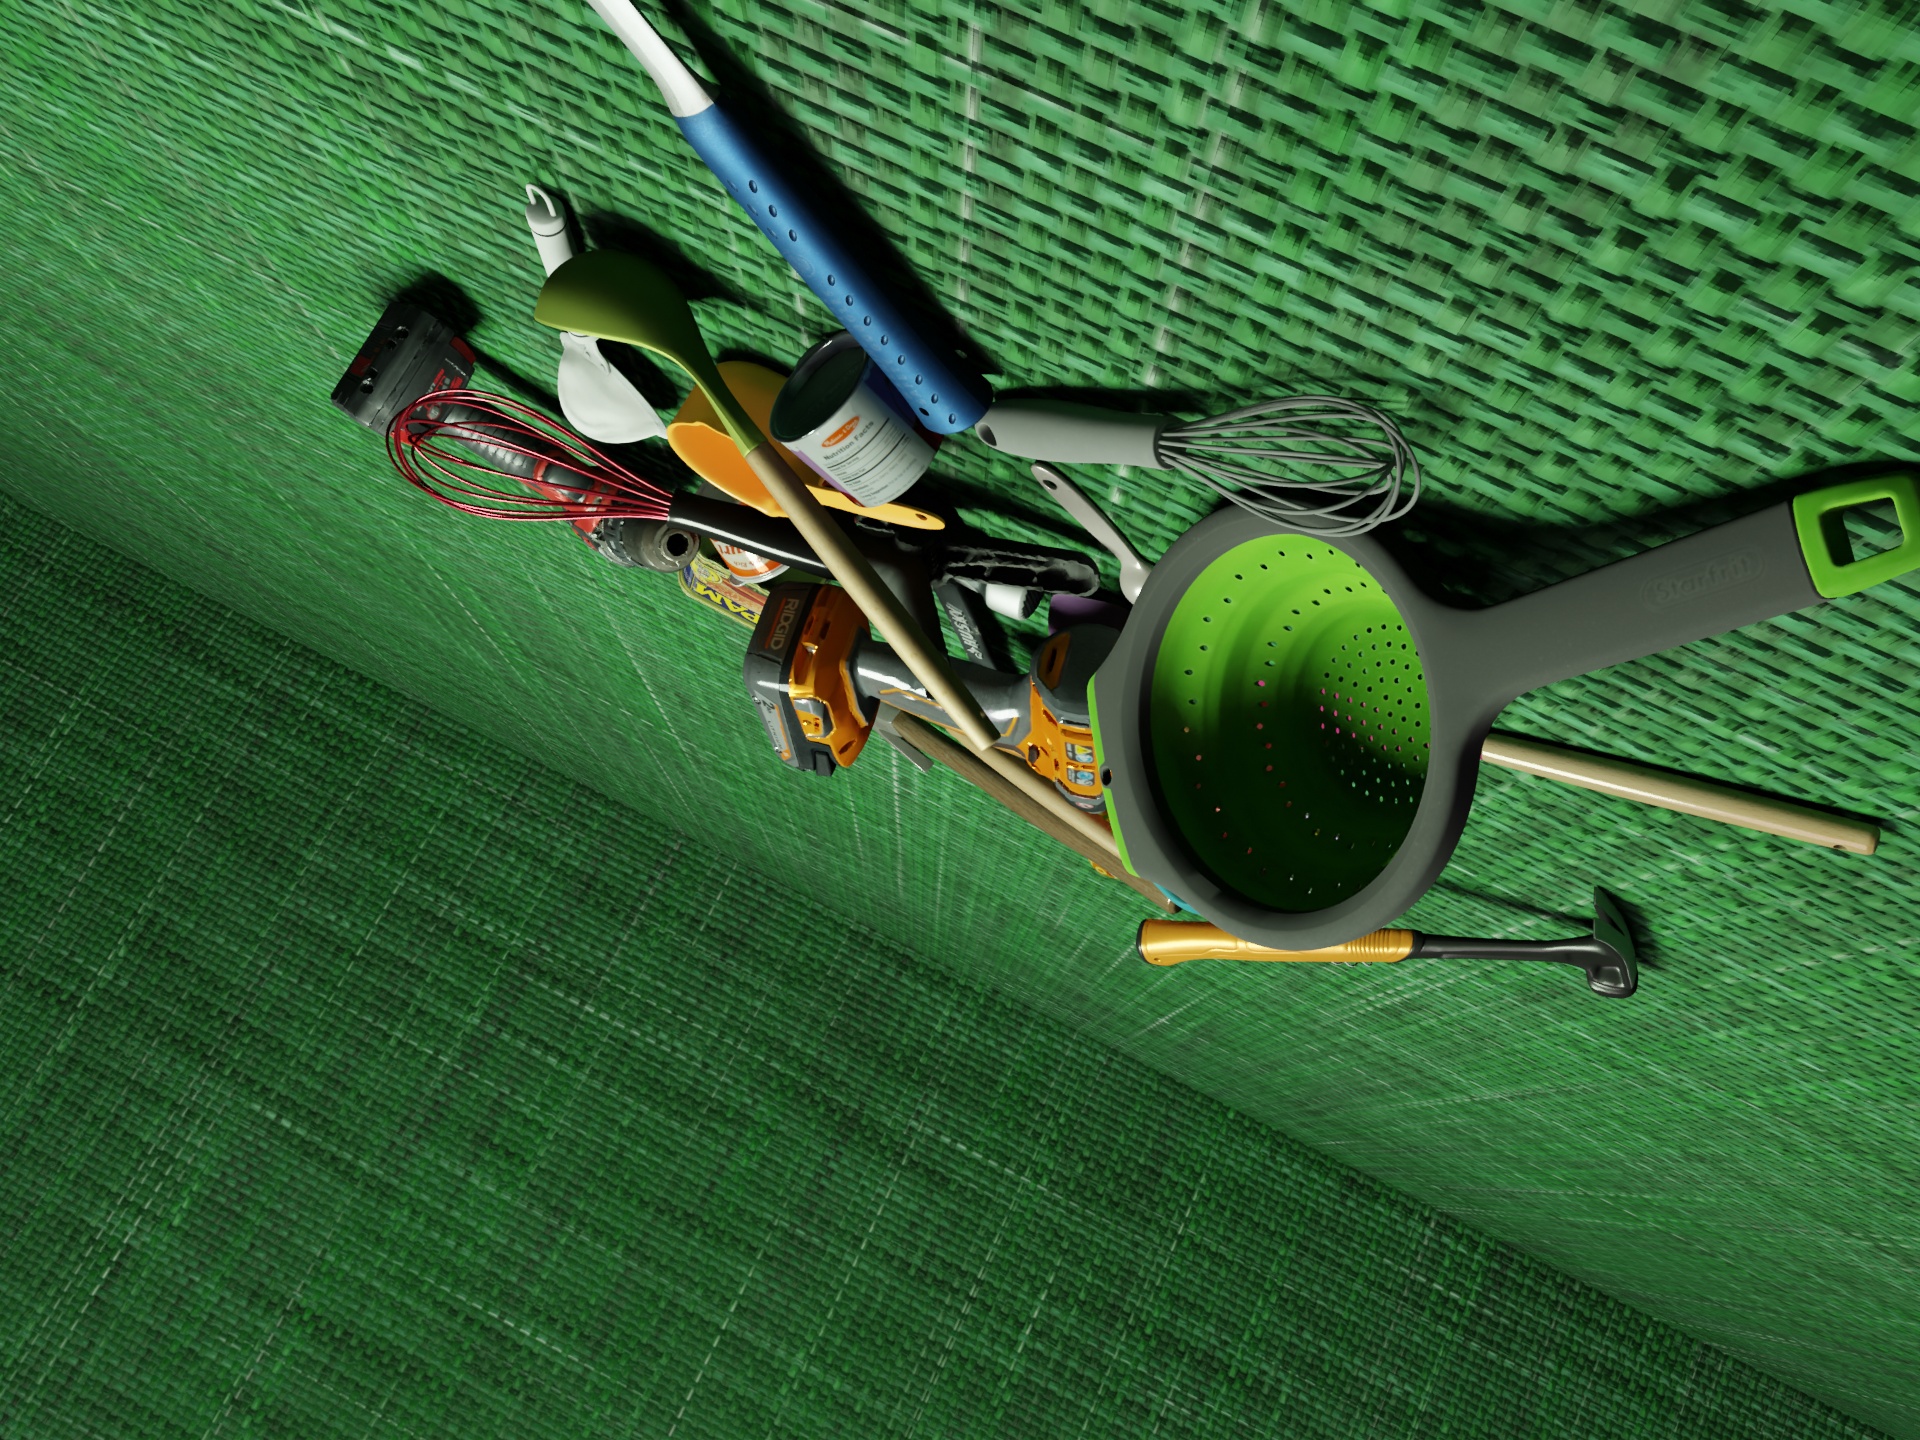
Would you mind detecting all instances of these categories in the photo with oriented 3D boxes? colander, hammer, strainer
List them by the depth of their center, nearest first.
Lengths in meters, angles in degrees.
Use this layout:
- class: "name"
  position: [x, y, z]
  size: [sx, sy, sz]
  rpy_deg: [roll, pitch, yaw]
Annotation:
- class: "hammer"
  position: [-0.111, -0.245, 0.606]
  size: [0.144, 0.035, 0.405]
  rpy_deg: [14, 160, 41]
- class: "colander"
  position: [0.219, -0.020, 0.676]
  size: [0.094, 0.204, 0.397]
  rpy_deg: [-4, 168, -37]
- class: "strainer"
  position: [-0.210, -0.214, 0.883]
  size: [0.087, 0.050, 0.258]
  rpy_deg: [39, 164, 11]
- class: "hammer"
  position: [0.278, 0.152, 1.090]
  size: [0.337, 0.034, 0.127]
  rpy_deg: [-3, 152, 28]
- class: "hammer"
  position: [0.015, -0.034, 1.110]
  size: [0.149, 0.036, 0.408]
  rpy_deg: [23, 165, 19]
- class: "hammer"
  position: [0.039, 0.055, 1.238]
  size: [0.331, 0.031, 0.130]
  rpy_deg: [32, 170, 28]

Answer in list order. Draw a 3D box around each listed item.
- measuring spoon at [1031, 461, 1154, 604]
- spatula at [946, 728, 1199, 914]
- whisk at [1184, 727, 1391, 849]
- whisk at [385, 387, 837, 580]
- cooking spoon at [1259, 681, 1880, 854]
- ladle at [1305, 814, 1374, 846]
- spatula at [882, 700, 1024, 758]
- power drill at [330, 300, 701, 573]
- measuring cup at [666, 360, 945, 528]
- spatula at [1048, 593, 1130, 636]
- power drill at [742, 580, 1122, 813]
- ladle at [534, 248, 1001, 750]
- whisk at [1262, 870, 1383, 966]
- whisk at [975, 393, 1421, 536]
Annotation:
- class: "measuring spoon"
  position: [0.073, -0.093, 0.835]
  size: [0.034, 0.018, 0.124]
  rpy_deg: [10, 157, 49]
- class: "spatula"
  position: [0.109, 0.072, 1.114]
  size: [0.318, 0.044, 0.082]
  rpy_deg: [35, -178, 31]
- class: "whisk"
  position: [0.204, 0.045, 1.037]
  size: [0.245, 0.047, 0.051]
  rpy_deg: [33, 154, -9]
- class: "whisk"
  position: [-0.185, -0.130, 0.920]
  size: [0.296, 0.073, 0.073]
  rpy_deg: [16, 166, -5]
- class: "cooking spoon"
  position: [0.298, 0.020, 0.825]
  size: [0.319, 0.017, 0.068]
  rpy_deg: [17, 161, 37]
- class: "ladle"
  position: [0.135, 0.032, 1.060]
  size: [0.315, 0.031, 0.069]
  rpy_deg: [19, 161, -10]
- class: "spatula"
  position: [0.055, 0.012, 1.099]
  size: [0.322, 0.041, 0.081]
  rpy_deg: [22, 165, -9]
- class: "power drill"
  position: [-0.273, -0.168, 1.017]
  size: [0.226, 0.080, 0.188]
  rpy_deg: [33, 178, -31]
- class: "measuring cup"
  position: [-0.074, -0.145, 0.855]
  size: [0.174, 0.052, 0.095]
  rpy_deg: [18, 163, 24]
- class: "spatula"
  position: [0.085, -0.021, 1.062]
  size: [0.060, 0.018, 0.315]
  rpy_deg: [12, 163, 6]
- class: "power drill"
  position: [-0.002, -0.003, 0.953]
  size: [0.226, 0.084, 0.164]
  rpy_deg: [10, 151, 14]
- class: "ladle"
  position: [-0.093, -0.106, 0.791]
  size: [0.320, 0.062, 0.078]
  rpy_deg: [51, -155, 1]
- class: "whisk"
  position: [0.236, 0.113, 1.130]
  size: [0.070, 0.070, 0.284]
  rpy_deg: [14, 166, 40]
- class: "whisk"
  position: [0.090, -0.116, 0.679]
  size: [0.239, 0.055, 0.055]
  rpy_deg: [18, 164, 46]
